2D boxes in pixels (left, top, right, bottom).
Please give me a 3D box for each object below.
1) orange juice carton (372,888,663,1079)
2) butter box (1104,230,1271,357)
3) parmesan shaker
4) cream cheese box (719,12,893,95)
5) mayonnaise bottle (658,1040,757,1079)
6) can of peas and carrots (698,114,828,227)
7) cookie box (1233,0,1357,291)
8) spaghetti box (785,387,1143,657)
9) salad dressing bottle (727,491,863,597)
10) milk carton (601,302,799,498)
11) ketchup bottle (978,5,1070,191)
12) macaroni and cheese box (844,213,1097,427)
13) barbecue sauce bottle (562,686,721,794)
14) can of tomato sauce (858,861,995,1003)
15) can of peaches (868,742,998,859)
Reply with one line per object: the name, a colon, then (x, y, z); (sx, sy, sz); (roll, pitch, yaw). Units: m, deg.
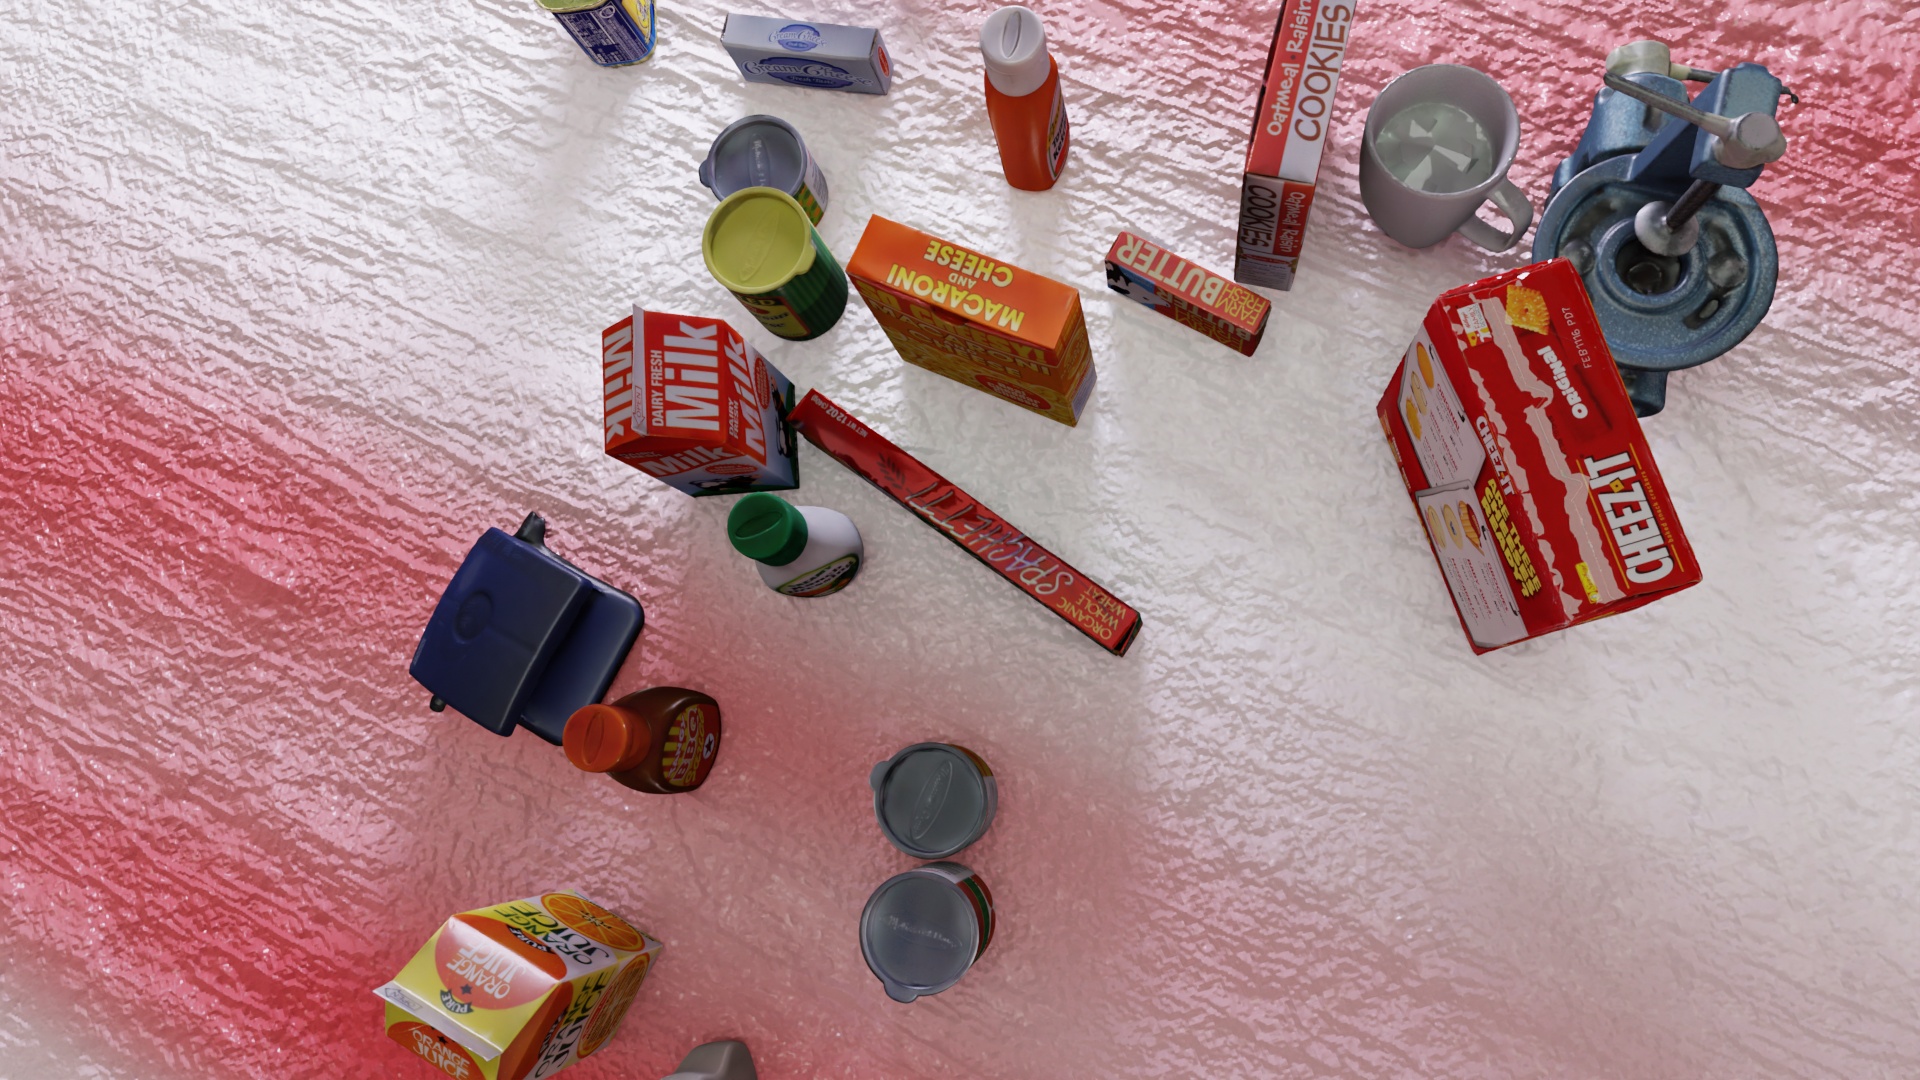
orange juice carton: (-0.244, 0.250, 0.769); (0.072, 0.192, 0.073); (27, 86, 12)
butter box: (0.139, -0.150, 0.849); (0.103, 0.053, 0.024); (29, 87, 12)
parmesan shaker: (-0.110, -0.168, 0.864); (0.071, 0.103, 0.071); (-1, 81, 9)
cream cheese box: (-0.100, -0.319, 0.913); (0.104, 0.053, 0.024); (10, 83, 10)
mayonnaise bottle: (-0.150, 0.321, 0.766); (0.041, 0.148, 0.065); (-10, 80, 7)
can of peas and carrots: (-0.126, -0.232, 0.900); (0.071, 0.058, 0.071); (-1, 81, 9)
cookie box: (0.189, -0.230, 0.796); (0.040, 0.167, 0.123); (12, 83, 11)
spaghetti box: (0.003, -0.011, 0.848); (0.250, 0.050, 0.028); (35, 88, 12)
salad dressing bottle: (-0.097, 0.002, 0.811); (0.064, 0.147, 0.044); (-24, 78, 4)
milk carton: (-0.155, -0.077, 0.811); (0.073, 0.190, 0.072); (-5, 81, 8)
ketchup bottle: (0.038, -0.266, 0.835); (0.043, 0.148, 0.065); (9, 83, 10)
macaroni and cheese box: (0.012, -0.122, 0.805); (0.124, 0.166, 0.040); (23, 85, 12)
barbecue sauce bottle: (-0.183, 0.115, 0.805); (0.044, 0.148, 0.065); (10, 83, 10)
can of tomato sauce: (-0.017, 0.222, 0.795); (0.071, 0.083, 0.071); (-1, 81, 9)
can of peaches: (-0.015, 0.151, 0.819); (0.071, 0.058, 0.071); (-1, 81, 9)
